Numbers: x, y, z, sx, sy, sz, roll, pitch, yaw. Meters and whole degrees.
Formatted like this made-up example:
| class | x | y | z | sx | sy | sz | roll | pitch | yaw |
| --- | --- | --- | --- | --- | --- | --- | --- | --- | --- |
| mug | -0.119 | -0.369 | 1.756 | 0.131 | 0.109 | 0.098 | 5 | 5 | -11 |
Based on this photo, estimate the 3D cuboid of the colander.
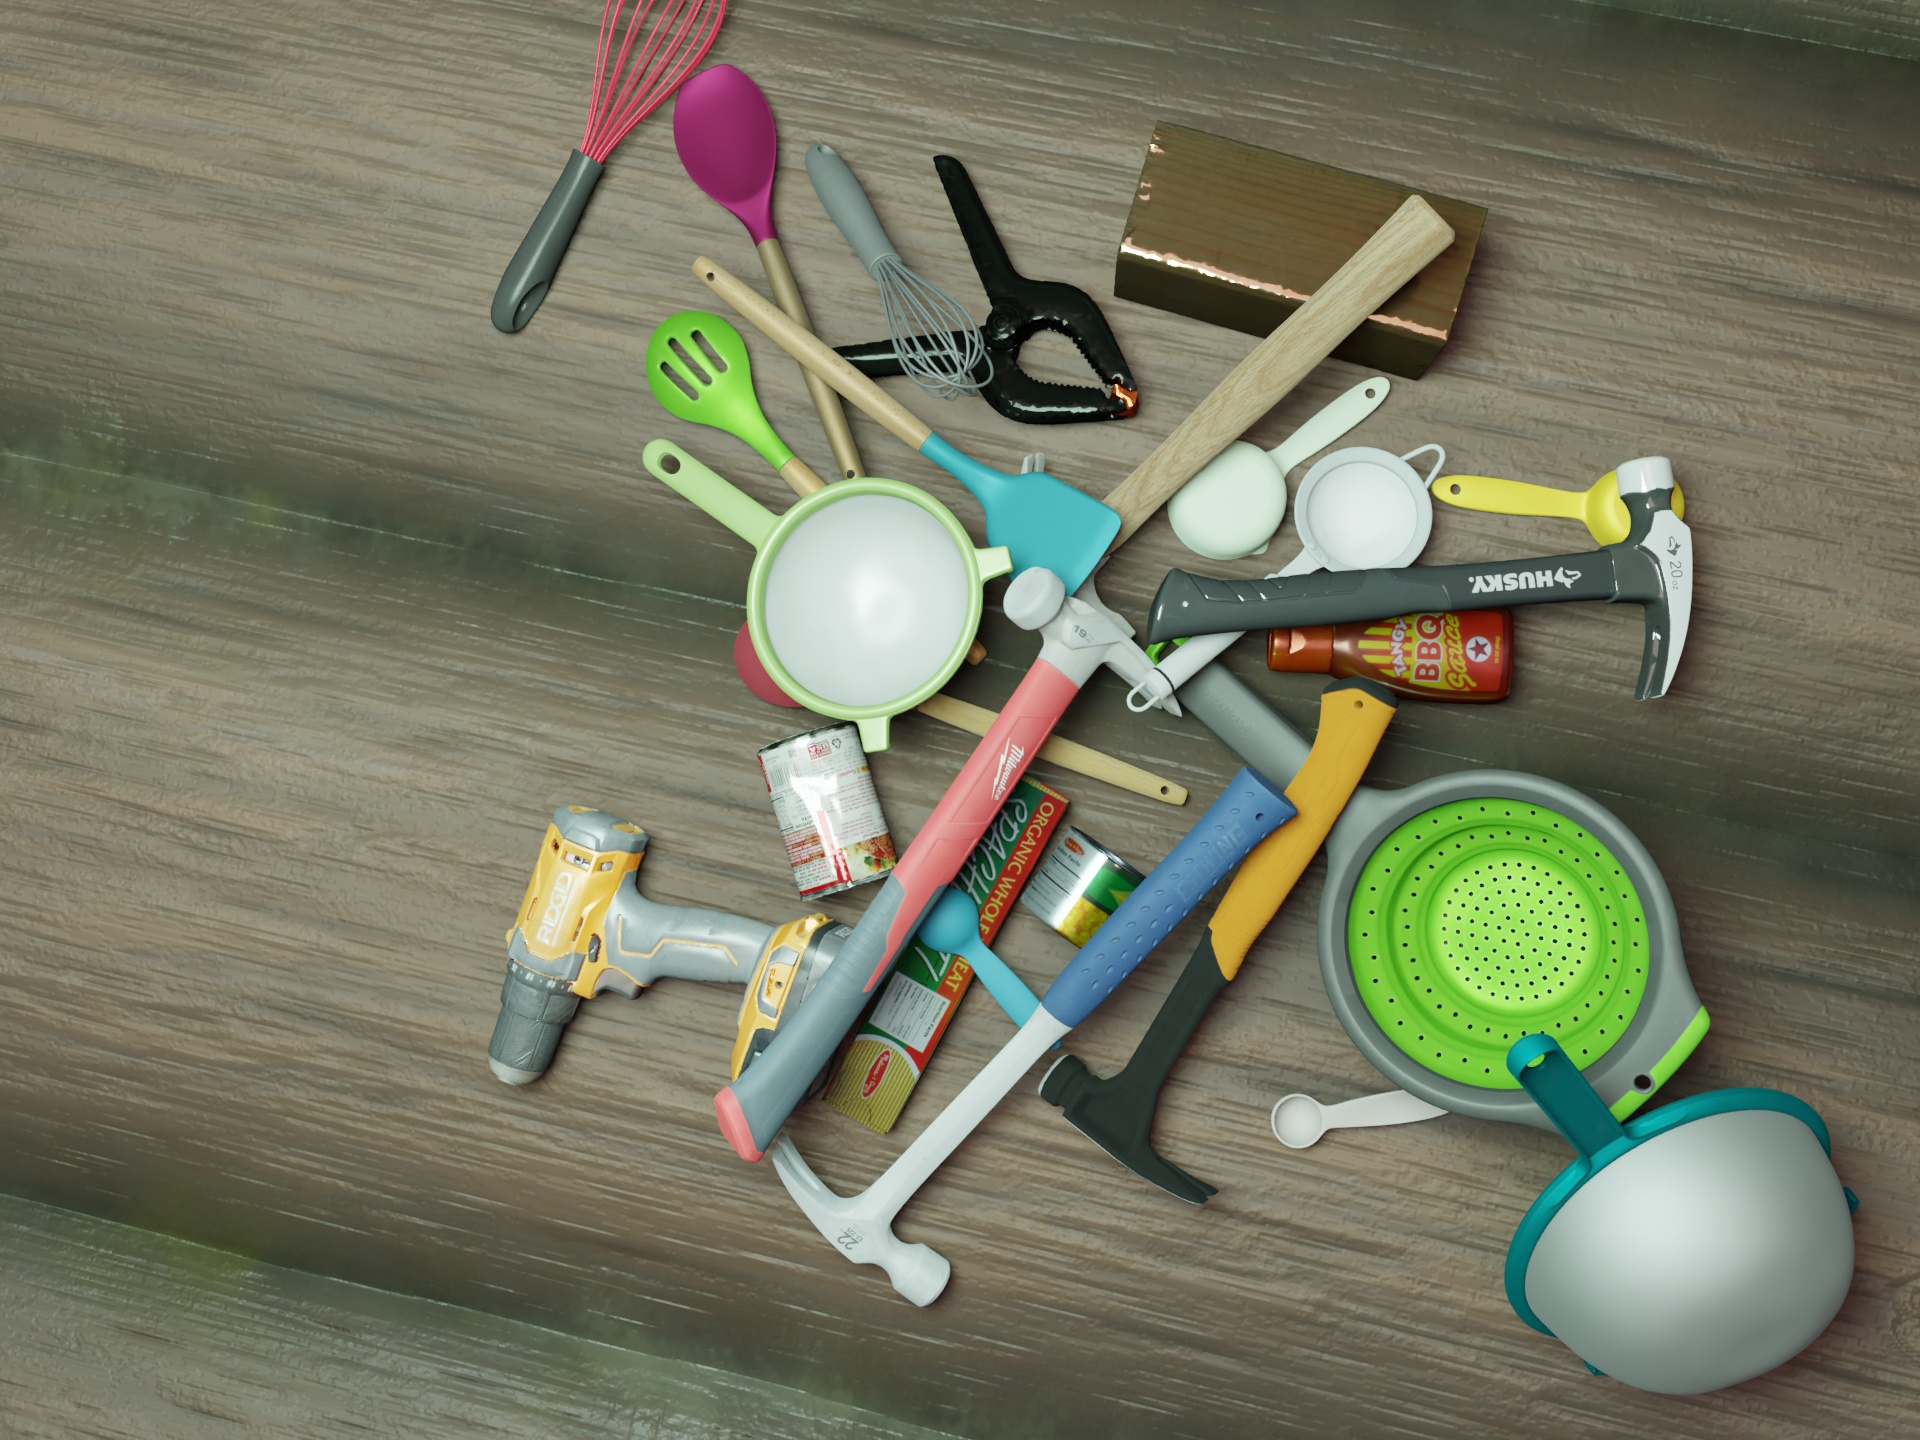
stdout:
| class | x | y | z | sx | sy | sz | roll | pitch | yaw |
| --- | --- | --- | --- | --- | --- | --- | --- | --- | --- |
| colander | 0.274 | 0.078 | 0.993 | 0.397 | 0.094 | 0.204 | 45 | 108 | 22 |

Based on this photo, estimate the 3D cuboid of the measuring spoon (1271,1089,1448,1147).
| class | x | y | z | sx | sy | sz | roll | pitch | yaw |
| --- | --- | --- | --- | --- | --- | --- | --- | --- | --- |
| measuring spoon | 0.259 | 0.250 | 1.022 | 0.124 | 0.018 | 0.034 | -7 | 88 | -3 |

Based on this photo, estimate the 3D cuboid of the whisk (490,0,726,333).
| class | x | y | z | sx | sy | sz | roll | pitch | yaw |
| --- | --- | --- | --- | --- | --- | --- | --- | --- | --- |
| whisk | -0.237 | -0.390 | 1.052 | 0.073 | 0.073 | 0.296 | 30 | 96 | 4 |

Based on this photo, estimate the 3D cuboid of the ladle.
| class | x | y | z | sx | sy | sz | roll | pitch | yaw |
| --- | --- | --- | --- | --- | --- | --- | --- | --- | --- |
| ladle | -0.002 | -0.003 | 1.041 | 0.315 | 0.031 | 0.069 | 20 | 88 | 3 |

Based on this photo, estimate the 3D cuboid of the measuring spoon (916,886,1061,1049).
| class | x | y | z | sx | sy | sz | roll | pitch | yaw |
| --- | --- | --- | --- | --- | --- | --- | --- | --- | --- |
| measuring spoon | 0.019 | 0.159 | 1.005 | 0.042 | 0.021 | 0.128 | -42 | 86 | 2 |

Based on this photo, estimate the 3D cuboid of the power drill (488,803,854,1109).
| class | x | y | z | sx | sy | sz | roll | pitch | yaw |
| --- | --- | --- | --- | --- | --- | --- | --- | --- | --- |
| power drill | -0.189 | 0.177 | 1.025 | 0.226 | 0.084 | 0.185 | 21 | 92 | 8 |

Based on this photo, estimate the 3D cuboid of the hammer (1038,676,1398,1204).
| class | x | y | z | sx | sy | sz | roll | pitch | yaw |
| --- | --- | --- | --- | --- | --- | --- | --- | --- | --- |
| hammer | 0.175 | 0.128 | 0.969 | 0.127 | 0.034 | 0.337 | 33 | 103 | 25 |

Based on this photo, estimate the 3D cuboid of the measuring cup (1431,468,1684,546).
| class | x | y | z | sx | sy | sz | roll | pitch | yaw |
| --- | --- | --- | --- | --- | --- | --- | --- | --- | --- |
| measuring cup | 0.381 | -0.141 | 1.012 | 0.156 | 0.029 | 0.062 | 7 | 89 | 2 |

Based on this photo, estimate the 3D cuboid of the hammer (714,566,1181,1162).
| class | x | y | z | sx | sy | sz | roll | pitch | yaw |
| --- | --- | --- | --- | --- | --- | --- | --- | --- | --- |
| hammer | -0.013 | 0.102 | 0.966 | 0.143 | 0.038 | 0.386 | 38 | 83 | -32 |

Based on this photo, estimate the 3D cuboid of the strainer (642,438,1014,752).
| class | x | y | z | sx | sy | sz | roll | pitch | yaw |
| --- | --- | --- | --- | --- | --- | --- | --- | --- | --- |
| strainer | -0.095 | -0.101 | 1.017 | 0.256 | 0.069 | 0.151 | 35 | 93 | 16 |

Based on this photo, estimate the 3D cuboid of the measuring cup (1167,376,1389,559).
| class | x | y | z | sx | sy | sz | roll | pitch | yaw |
| --- | --- | --- | --- | --- | --- | --- | --- | --- | --- |
| measuring cup | 0.208 | -0.170 | 1.021 | 0.167 | 0.038 | 0.083 | -37 | 86 | 5 |

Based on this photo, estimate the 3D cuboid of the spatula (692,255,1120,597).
| class | x | y | z | sx | sy | sz | roll | pitch | yaw |
| --- | --- | --- | --- | --- | --- | --- | --- | --- | --- |
| spatula | -0.043 | -0.191 | 0.998 | 0.317 | 0.044 | 0.082 | 38 | 110 | 0 |

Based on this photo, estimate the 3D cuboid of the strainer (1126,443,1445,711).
| class | x | y | z | sx | sy | sz | roll | pitch | yaw |
| --- | --- | --- | --- | --- | --- | --- | --- | --- | --- |
| strainer | 0.202 | -0.088 | 0.999 | 0.258 | 0.050 | 0.087 | -38 | 83 | -11 |

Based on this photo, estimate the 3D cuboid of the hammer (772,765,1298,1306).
| class | x | y | z | sx | sy | sz | roll | pitch | yaw |
| --- | --- | --- | --- | --- | --- | --- | --- | --- | --- |
| hammer | 0.048 | 0.185 | 0.974 | 0.144 | 0.035 | 0.405 | 39 | 103 | -9 |

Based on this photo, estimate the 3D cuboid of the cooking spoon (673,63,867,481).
| class | x | y | z | sx | sy | sz | roll | pitch | yaw |
| --- | --- | --- | --- | --- | --- | --- | --- | --- | --- |
| cooking spoon | -0.118 | -0.290 | 1.044 | 0.069 | 0.017 | 0.319 | -22 | 79 | 9 |

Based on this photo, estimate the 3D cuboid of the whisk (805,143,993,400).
| class | x | y | z | sx | sy | sz | roll | pitch | yaw |
| --- | --- | --- | --- | --- | --- | --- | --- | --- | --- |
| whisk | -0.045 | -0.289 | 1.009 | 0.055 | 0.055 | 0.239 | -30 | 63 | 3 |

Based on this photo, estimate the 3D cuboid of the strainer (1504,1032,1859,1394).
| class | x | y | z | sx | sy | sz | roll | pitch | yaw |
| --- | --- | --- | --- | --- | --- | --- | --- | --- | --- |
| strainer | 0.393 | 0.281 | 0.874 | 0.211 | 0.095 | 0.340 | -38 | 126 | 9 |

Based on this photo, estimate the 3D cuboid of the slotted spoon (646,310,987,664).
| class | x | y | z | sx | sy | sz | roll | pitch | yaw |
| --- | --- | --- | --- | --- | --- | --- | --- | --- | --- |
| slotted spoon | -0.095 | -0.152 | 1.051 | 0.070 | 0.031 | 0.314 | -45 | 87 | 7 |

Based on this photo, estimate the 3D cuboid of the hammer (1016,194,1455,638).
| class | x | y | z | sx | sy | sz | roll | pitch | yaw |
| --- | --- | --- | --- | --- | --- | --- | --- | --- | --- |
| hammer | 0.159 | -0.187 | 0.970 | 0.331 | 0.031 | 0.130 | -43 | 85 | 25 |

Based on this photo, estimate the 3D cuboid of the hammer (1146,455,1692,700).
| class | x | y | z | sx | sy | sz | roll | pitch | yaw |
| --- | --- | --- | --- | --- | --- | --- | --- | --- | --- |
| hammer | 0.278 | -0.073 | 0.964 | 0.334 | 0.035 | 0.146 | -5 | 85 | -4 |
